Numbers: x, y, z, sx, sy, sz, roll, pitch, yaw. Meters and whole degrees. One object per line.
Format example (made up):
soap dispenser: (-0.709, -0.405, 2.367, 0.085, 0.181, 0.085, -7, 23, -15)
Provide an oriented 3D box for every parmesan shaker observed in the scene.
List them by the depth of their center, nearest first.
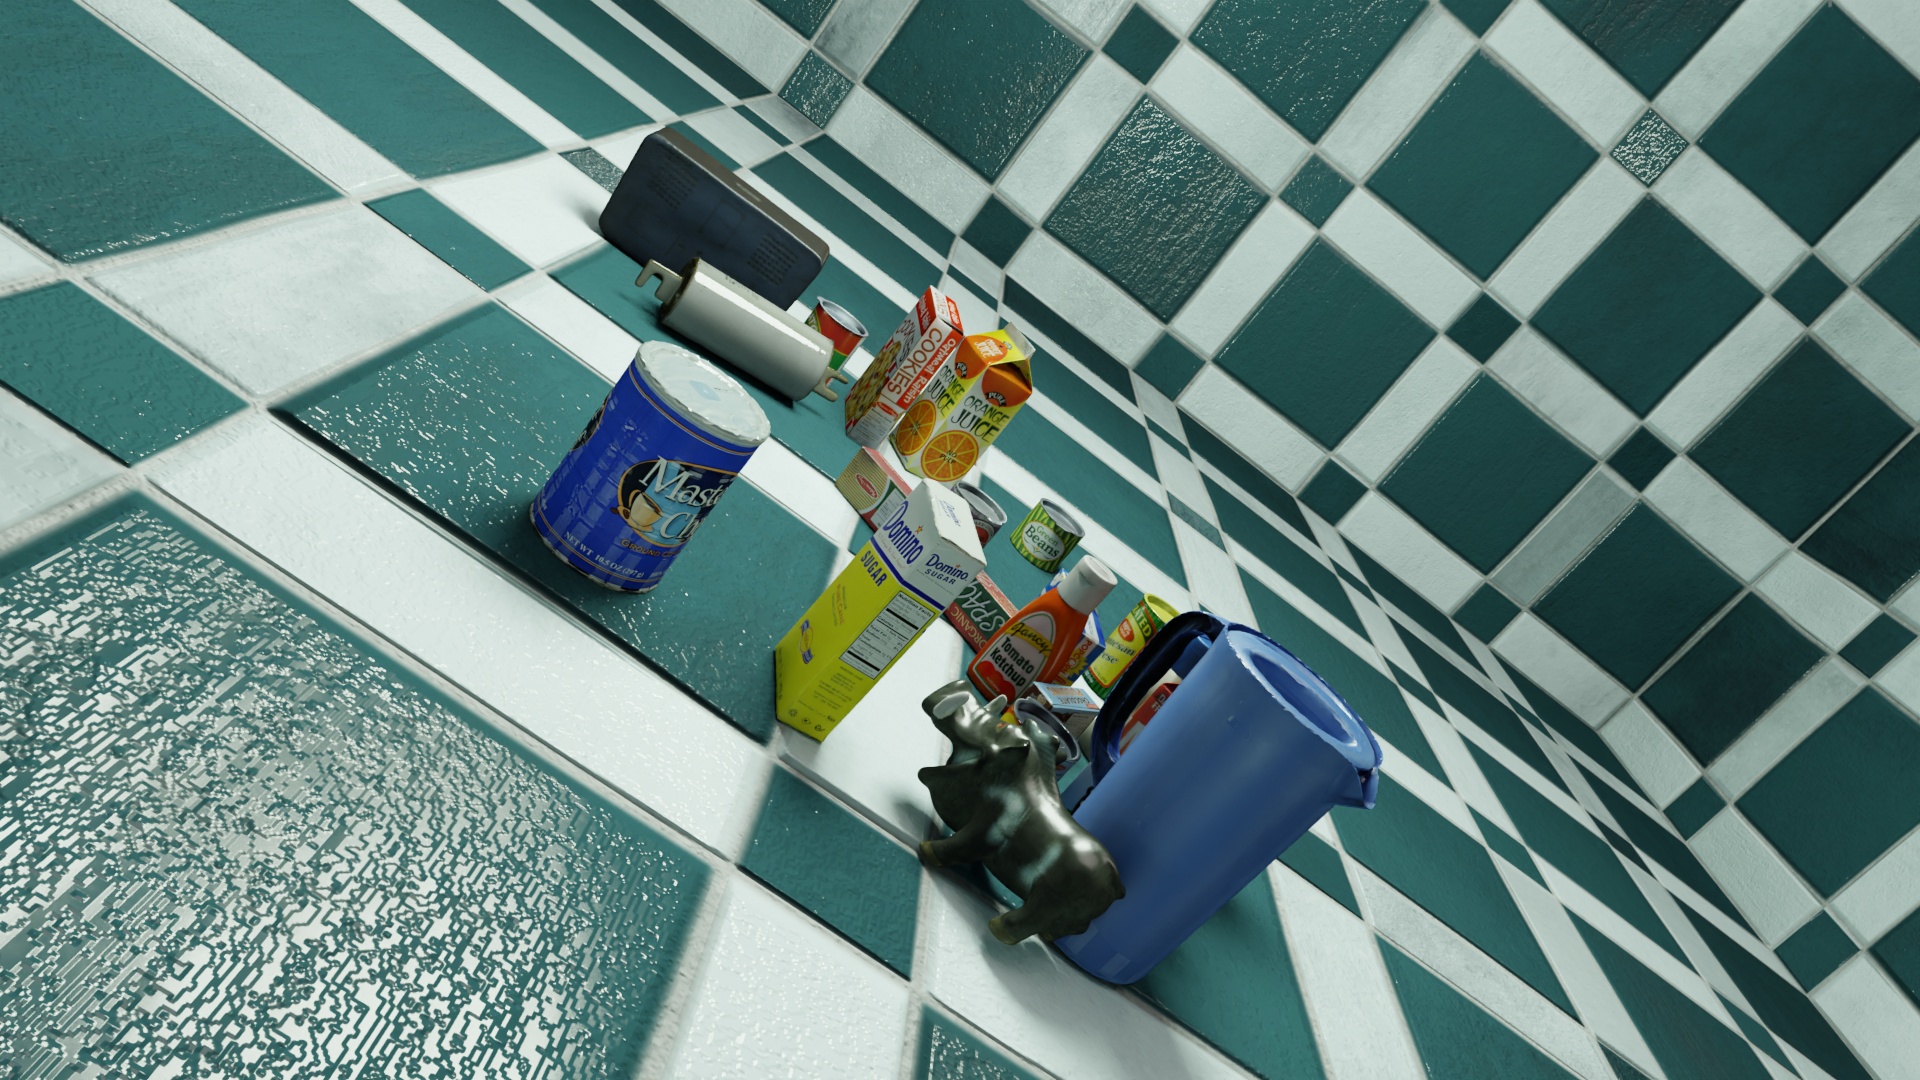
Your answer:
parmesan shaker: (0.177, 0.113, 1.378, 0.071, 0.102, 0.071, 35, 18, -13)

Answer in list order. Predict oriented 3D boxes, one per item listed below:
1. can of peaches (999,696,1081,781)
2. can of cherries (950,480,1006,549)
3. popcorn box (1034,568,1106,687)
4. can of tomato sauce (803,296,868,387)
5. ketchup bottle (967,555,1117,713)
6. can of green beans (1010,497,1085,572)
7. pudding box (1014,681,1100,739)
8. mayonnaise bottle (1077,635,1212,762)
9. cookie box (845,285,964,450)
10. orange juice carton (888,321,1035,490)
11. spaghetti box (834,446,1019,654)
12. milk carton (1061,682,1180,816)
can of peaches: (0.049, 0.164, 1.074, 0.071, 0.058, 0.071, 35, 18, -13)
can of cherries: (0.005, -0.018, 1.429, 0.071, 0.058, 0.072, 35, 18, -13)
popcorn box: (0.088, 0.091, 1.284, 0.038, 0.085, 0.127, 35, 18, -15)
can of tomato sauce: (-0.156, -0.219, 1.557, 0.071, 0.083, 0.071, 35, 18, -13)
ketchup bottle: (0.073, 0.078, 1.182, 0.065, 0.148, 0.043, 46, 18, 20)
can of green beans: (0.099, -0.006, 1.587, 0.071, 0.057, 0.071, 35, 18, -13)
pudding box: (0.077, 0.149, 1.180, 0.084, 0.049, 0.030, 14, 30, -53)
mayonnaise bottle: (0.172, 0.142, 1.225, 0.065, 0.147, 0.041, 25, 23, -40)
cookie box: (-0.063, -0.191, 1.534, 0.040, 0.167, 0.123, 33, 18, -19)
orange juice carton: (0.011, -0.156, 1.554, 0.073, 0.192, 0.072, 26, 22, -36)
spaghetti box: (-0.030, 0.011, 1.303, 0.251, 0.050, 0.029, 49, 19, 27)
milk carton: (0.157, 0.172, 1.053, 0.072, 0.190, 0.073, 16, 29, -53)
